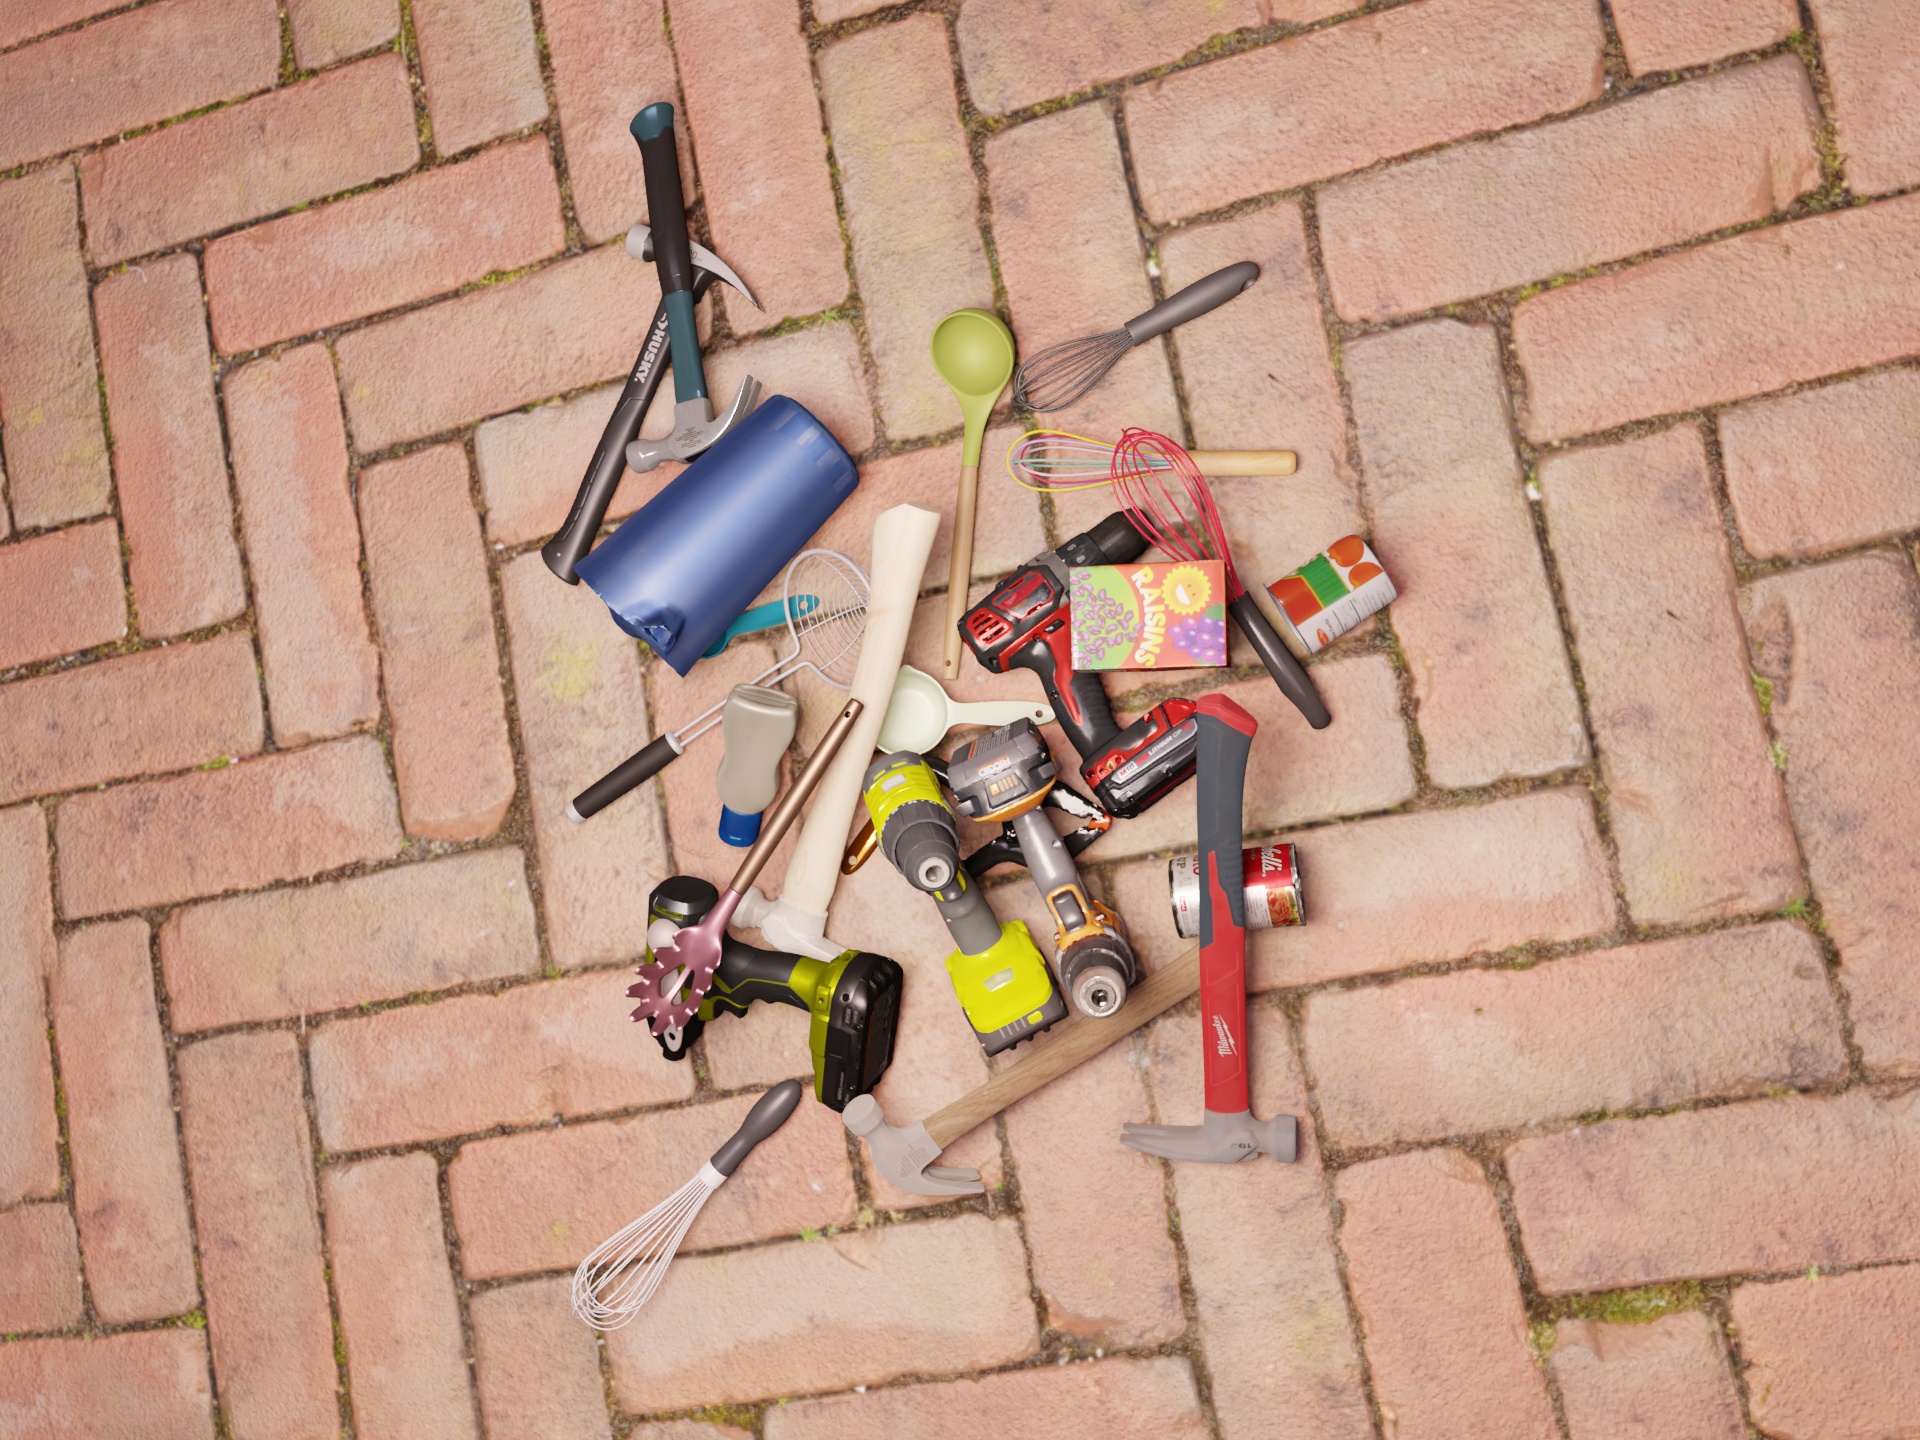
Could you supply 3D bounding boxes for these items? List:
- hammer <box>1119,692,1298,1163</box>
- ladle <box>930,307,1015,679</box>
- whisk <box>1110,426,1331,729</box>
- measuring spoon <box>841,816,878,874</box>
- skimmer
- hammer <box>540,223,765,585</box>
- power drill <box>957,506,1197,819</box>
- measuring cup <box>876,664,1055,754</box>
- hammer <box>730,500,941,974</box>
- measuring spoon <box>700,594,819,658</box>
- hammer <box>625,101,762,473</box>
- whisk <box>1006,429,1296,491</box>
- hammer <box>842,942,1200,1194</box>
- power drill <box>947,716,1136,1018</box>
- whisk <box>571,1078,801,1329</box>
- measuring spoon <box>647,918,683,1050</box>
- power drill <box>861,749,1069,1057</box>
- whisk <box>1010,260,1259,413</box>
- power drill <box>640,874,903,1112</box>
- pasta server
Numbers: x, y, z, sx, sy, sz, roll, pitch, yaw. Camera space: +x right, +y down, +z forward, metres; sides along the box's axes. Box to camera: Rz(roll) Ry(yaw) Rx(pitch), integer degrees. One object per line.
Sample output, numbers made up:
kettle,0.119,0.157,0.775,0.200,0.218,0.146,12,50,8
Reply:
hammer,0.190,0.169,1.249,0.143,0.038,0.386,0,106,14
ladle,0.000,-0.195,1.378,0.078,0.062,0.320,5,90,25
whisk,0.214,-0.115,1.299,0.073,0.073,0.296,-35,92,9
measuring spoon,-0.070,0.088,1.396,0.021,0.011,0.117,37,95,14
skimmer,-0.215,-0.015,1.399,0.363,0.090,0.127,-34,81,10
hammer,-0.301,-0.282,1.469,0.146,0.035,0.335,24,92,15
power drill,0.129,-0.053,1.325,0.188,0.080,0.227,-37,74,2
measuring cup,-0.002,-0.004,1.380,0.167,0.038,0.083,0,83,-3
hammer,-0.079,0.019,1.333,0.146,0.038,0.410,22,108,13
measuring spoon,-0.188,-0.088,1.440,0.128,0.021,0.042,-17,81,3
hammer,-0.257,-0.394,1.431,0.128,0.033,0.331,-11,83,15
whisk,0.159,-0.221,1.347,0.245,0.051,0.047,2,81,11
hammer,0.074,0.284,1.314,0.331,0.031,0.130,-32,115,2
power drill,0.071,0.120,1.244,0.084,0.185,0.226,-25,96,6
whisk,-0.238,0.421,1.395,0.070,0.070,0.284,43,91,13
measuring spoon,-0.250,0.227,1.347,0.034,0.018,0.124,8,110,25
power drill,0.000,0.147,1.253,0.080,0.191,0.228,-28,111,-1
whisk,0.147,-0.327,1.358,0.239,0.055,0.055,-28,80,6
power drill,-0.170,0.243,1.364,0.223,0.080,0.171,16,113,19
pasta server,-0.170,0.117,1.299,0.060,0.040,0.316,33,92,6
